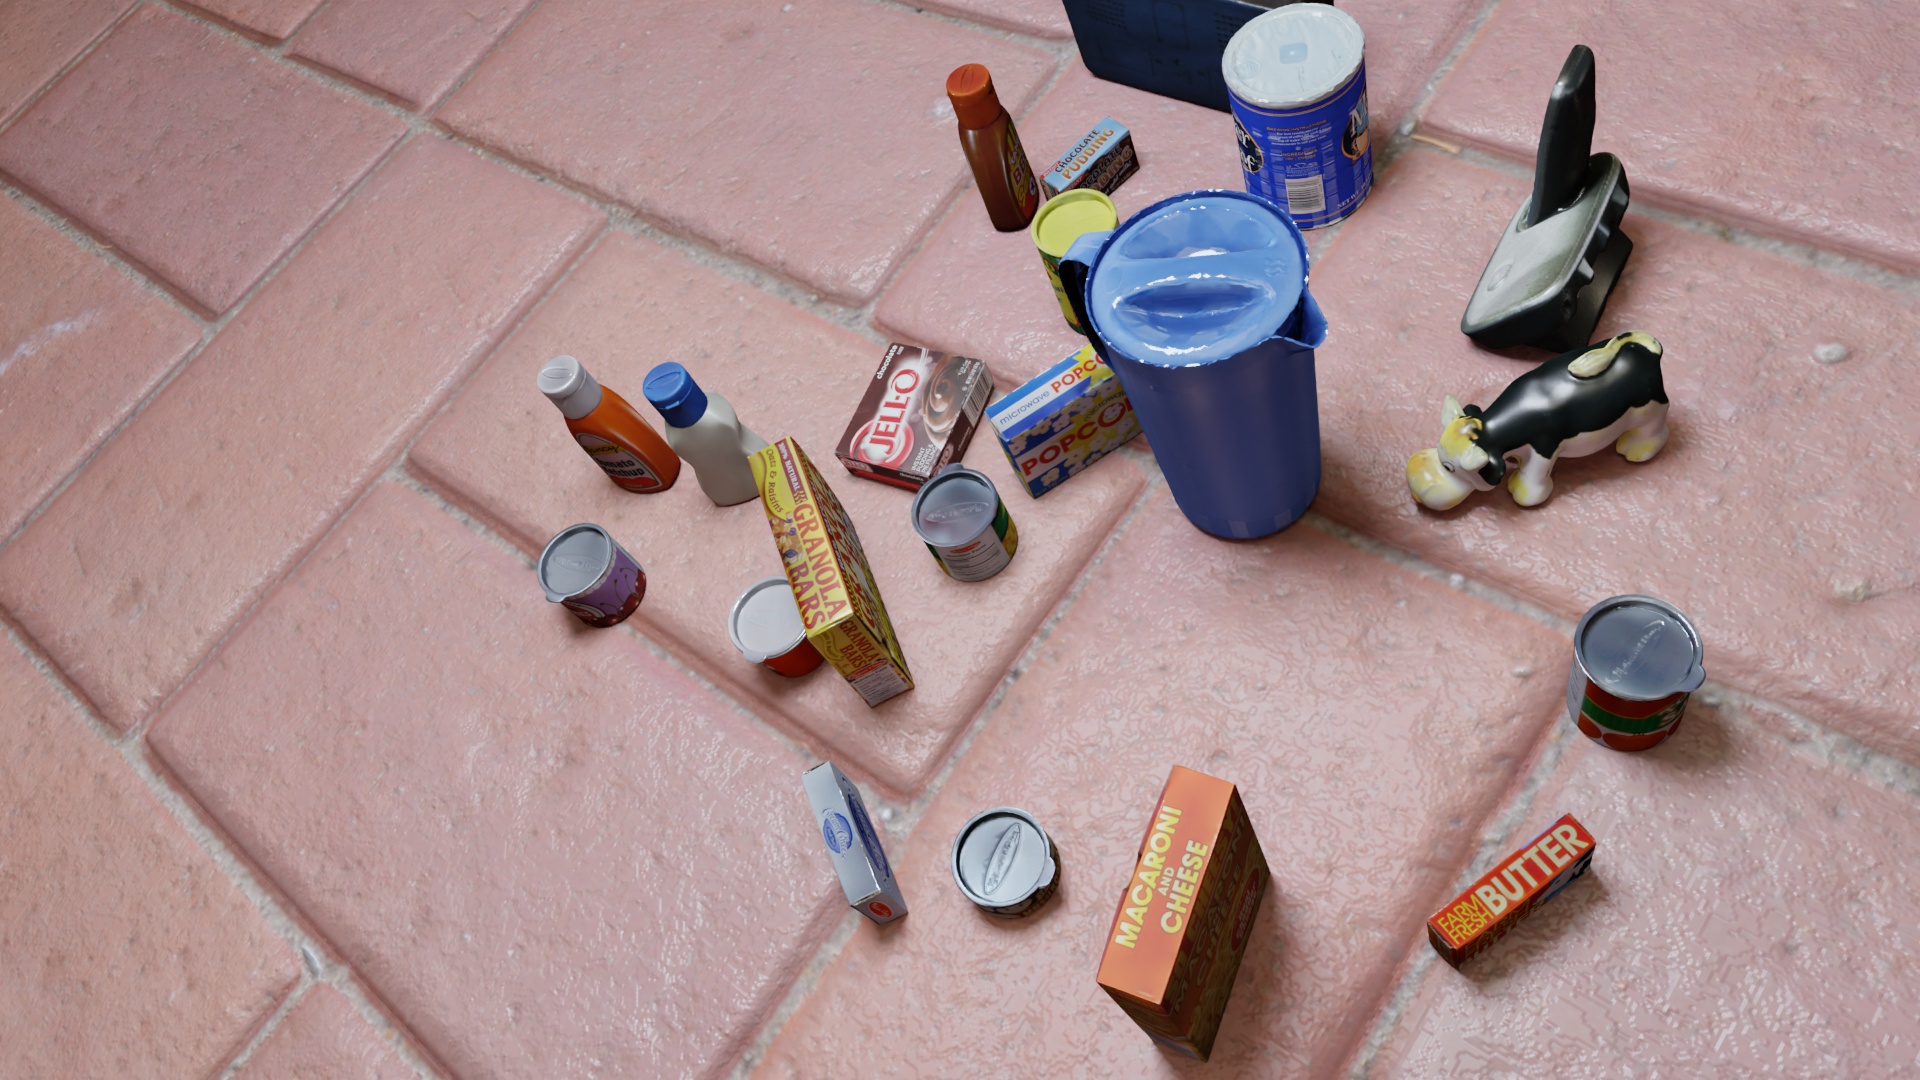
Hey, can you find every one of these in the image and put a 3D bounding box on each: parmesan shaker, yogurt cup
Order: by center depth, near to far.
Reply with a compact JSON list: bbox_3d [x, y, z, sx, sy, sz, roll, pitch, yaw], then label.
[{"bbox_3d":[-0.131,0.067,1.031,0.072,0.053,0.073,-9,58,15],"label":"yogurt cup"},{"bbox_3d":[0.101,-0.213,1.087,0.071,0.102,0.071,-9,58,15],"label":"parmesan shaker"}]

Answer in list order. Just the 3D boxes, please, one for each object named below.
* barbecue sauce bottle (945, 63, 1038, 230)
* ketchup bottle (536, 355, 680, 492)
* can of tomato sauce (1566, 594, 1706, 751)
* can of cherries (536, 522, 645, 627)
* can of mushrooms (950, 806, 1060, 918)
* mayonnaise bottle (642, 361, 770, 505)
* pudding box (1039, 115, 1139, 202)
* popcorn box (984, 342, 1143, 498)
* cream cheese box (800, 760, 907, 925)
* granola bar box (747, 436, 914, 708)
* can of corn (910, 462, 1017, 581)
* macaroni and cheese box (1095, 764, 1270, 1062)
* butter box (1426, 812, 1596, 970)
[{"bbox_3d":[0.026,-0.328,1.154,0.043,0.148,0.065,-1,61,20],"label":"barbecue sauce bottle"},{"bbox_3d":[-0.287,-0.093,1.125,0.065,0.148,0.044,4,62,22],"label":"ketchup bottle"},{"bbox_3d":[0.397,0.080,0.819,0.071,0.082,0.071,-9,58,15],"label":"can of tomato sauce"},{"bbox_3d":[-0.295,0.030,1.109,0.071,0.058,0.072,-9,58,15],"label":"can of cherries"},{"bbox_3d":[0.032,0.210,0.900,0.071,0.033,0.071,-9,58,15],"label":"can of mushrooms"},{"bbox_3d":[-0.198,-0.083,1.088,0.065,0.147,0.041,-22,56,6],"label":"mayonnaise bottle"},{"bbox_3d":[0.109,-0.312,1.175,0.084,0.049,0.030,-43,56,-8],"label":"pudding box"},{"bbox_3d":[0.088,-0.096,1.032,0.127,0.085,0.038,-33,55,-1],"label":"popcorn box"},{"bbox_3d":[-0.072,0.203,0.930,0.024,0.053,0.104,-29,55,2],"label":"cream cheese box"},{"bbox_3d":[-0.093,0.022,1.002,0.039,0.123,0.166,-26,55,4],"label":"granola bar box"},{"bbox_3d":[0.004,-0.013,1.029,0.071,0.058,0.071,-9,58,15],"label":"can of corn"},{"bbox_3d":[0.129,0.214,0.783,0.040,0.166,0.124,13,66,26],"label":"macaroni and cheese box"},{"bbox_3d":[0.314,0.202,0.794,0.103,0.053,0.024,-36,56,-3],"label":"butter box"}]
